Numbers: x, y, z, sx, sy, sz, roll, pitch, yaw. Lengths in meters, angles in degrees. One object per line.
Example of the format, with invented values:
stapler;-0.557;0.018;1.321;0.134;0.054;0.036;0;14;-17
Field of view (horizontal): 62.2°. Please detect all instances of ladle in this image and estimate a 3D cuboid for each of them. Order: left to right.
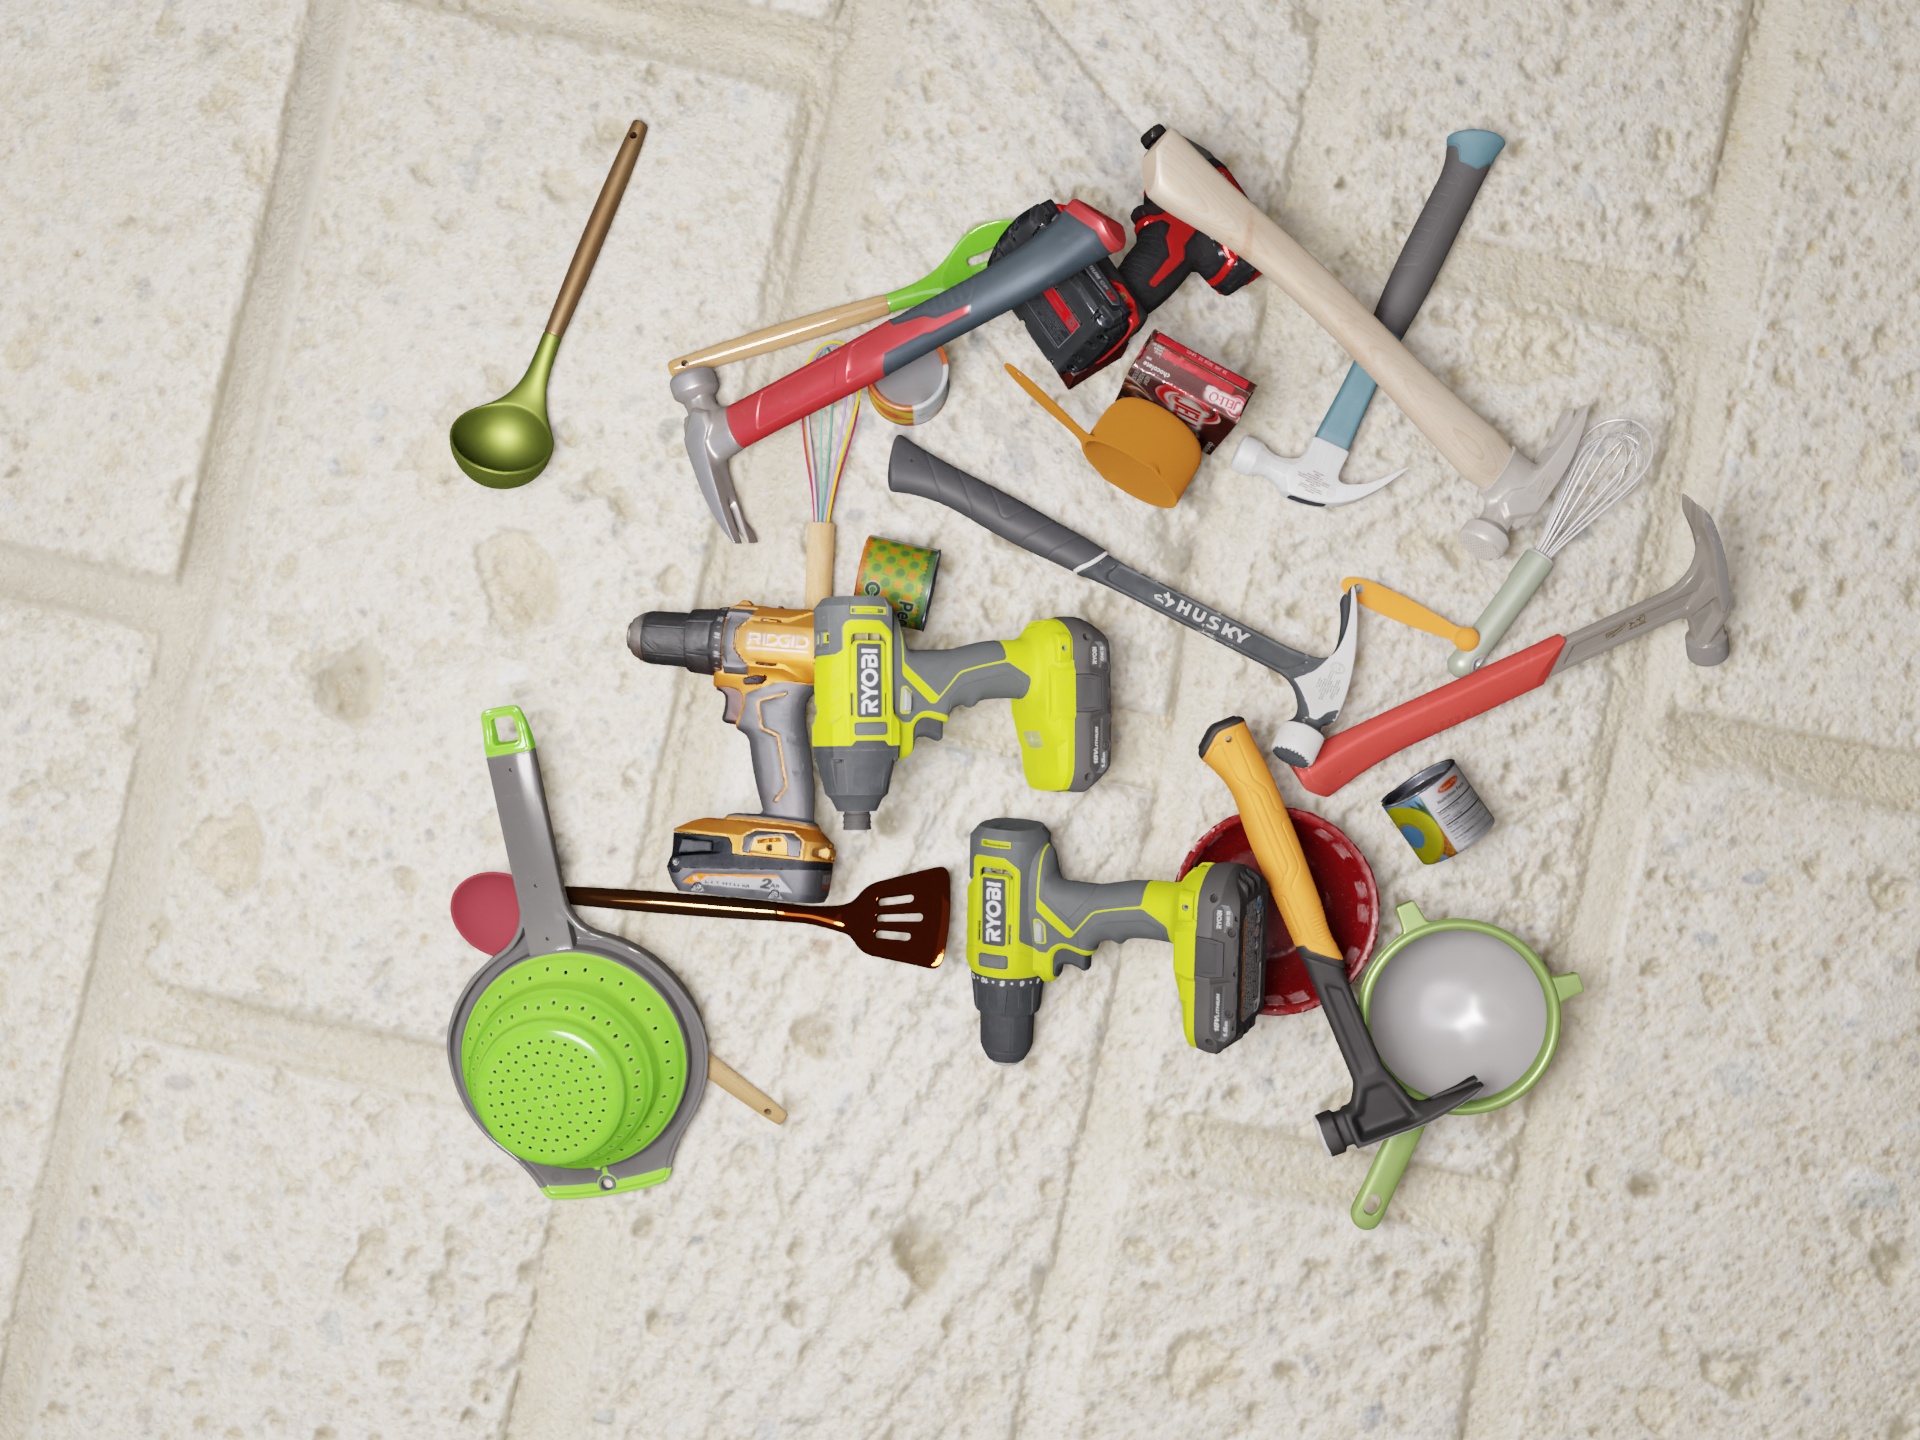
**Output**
ladle;-0.314;-0.331;1.253;0.078;0.062;0.320;22;86;-3
ladle;-0.266;0.223;1.259;0.315;0.031;0.069;37;99;-2

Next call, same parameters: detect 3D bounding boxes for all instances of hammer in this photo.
hammer;-0.047;-0.261;1.172;0.386;0.038;0.143;-20;87;29
hammer;0.124;-0.120;1.253;0.409;0.036;0.149;28;74;3
hammer;0.270;0.152;1.198;0.127;0.034;0.337;-23;88;7
hammer;0.305;-0.305;1.210;0.410;0.038;0.146;39;81;-14
hammer;0.343;-0.322;1.267;0.128;0.033;0.331;26;89;1
hammer;0.424;-0.039;1.238;0.359;0.037;0.149;-25;124;4

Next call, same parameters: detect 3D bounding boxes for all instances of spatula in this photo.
spatula;-0.169;0.146;1.253;0.322;0.041;0.081;4;72;1

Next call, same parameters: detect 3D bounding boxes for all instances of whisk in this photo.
whisk;-0.106;-0.178;1.259;0.047;0.051;0.245;3;92;-6
whisk;0.464;-0.136;1.263;0.059;0.057;0.246;37;92;35

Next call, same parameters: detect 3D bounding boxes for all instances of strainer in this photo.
strainer;0.362;0.273;1.243;0.151;0.069;0.256;24;95;5

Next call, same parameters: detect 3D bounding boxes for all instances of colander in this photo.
colander;-0.315;0.188;1.195;0.204;0.094;0.397;-10;98;3

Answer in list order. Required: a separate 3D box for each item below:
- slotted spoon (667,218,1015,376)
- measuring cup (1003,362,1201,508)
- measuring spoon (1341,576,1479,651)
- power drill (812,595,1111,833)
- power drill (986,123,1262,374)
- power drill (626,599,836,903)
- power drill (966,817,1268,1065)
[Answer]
slotted spoon;-0.083;-0.327;1.269;0.314;0.031;0.070;-17;89;1
measuring cup;0.112;-0.236;1.225;0.173;0.095;0.052;38;82;-16
measuring spoon;0.356;-0.086;1.261;0.117;0.011;0.021;28;94;14
power drill;-0.002;-0.004;1.194;0.223;0.080;0.171;0;89;-26
power drill;0.133;-0.367;1.211;0.219;0.078;0.143;-35;90;-30
power drill;-0.173;0.020;1.221;0.185;0.084;0.226;5;85;6
power drill;0.109;0.180;1.204;0.228;0.080;0.190;4;98;26
